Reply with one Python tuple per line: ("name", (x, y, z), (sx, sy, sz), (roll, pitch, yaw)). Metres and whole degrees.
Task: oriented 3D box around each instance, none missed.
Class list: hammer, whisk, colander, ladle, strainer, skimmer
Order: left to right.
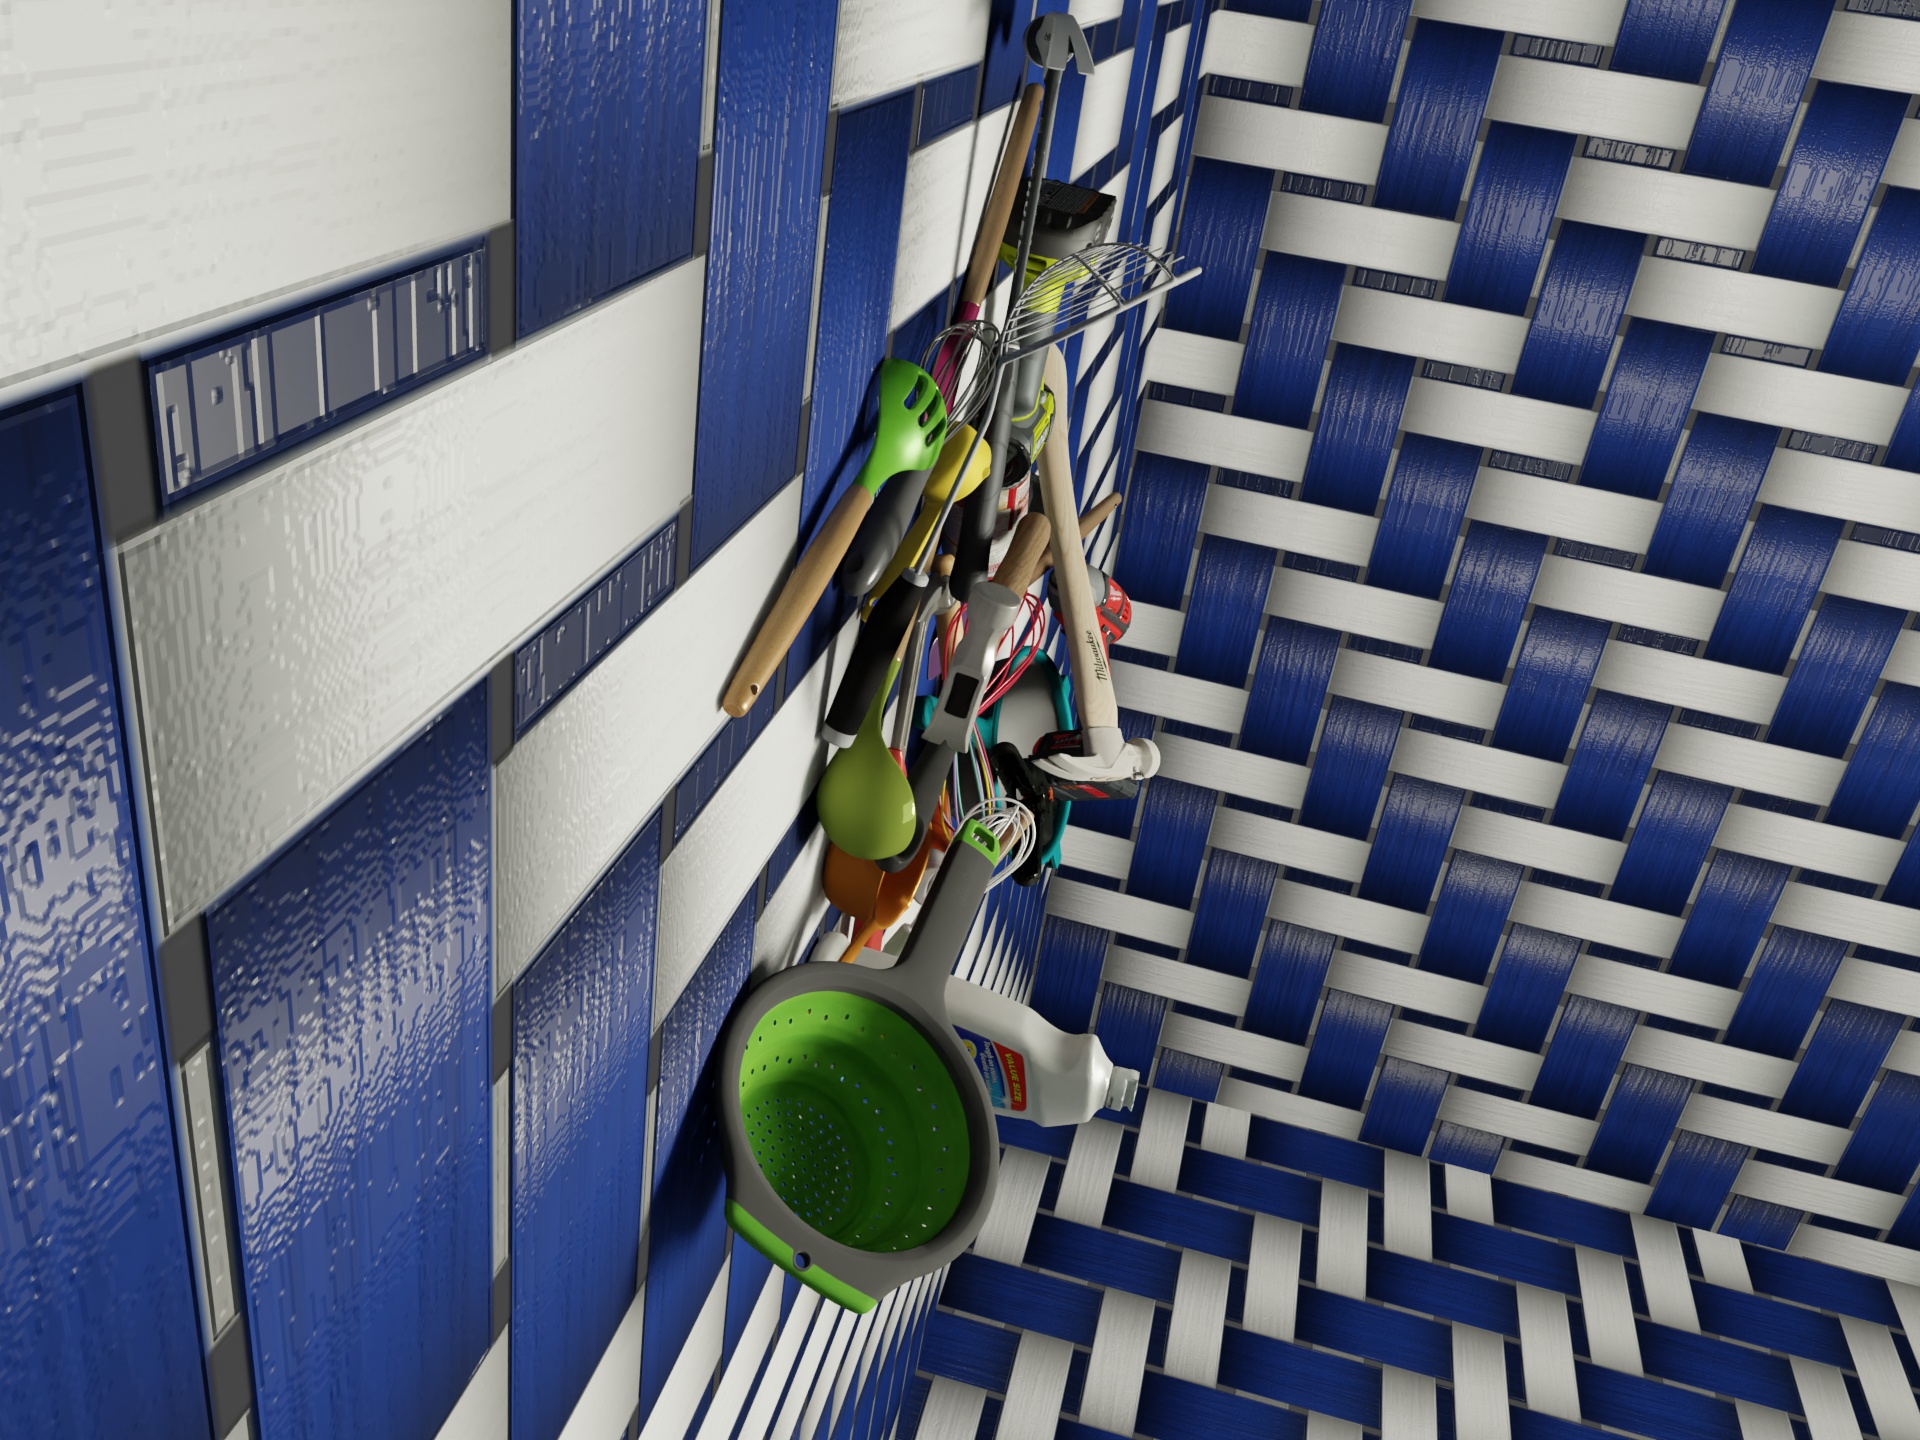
("colander", (-0.059, 0.215, 1.064), (0.094, 0.204, 0.397), (-43, -167, 39))
("hammer", (-0.057, 0.068, 1.231), (0.149, 0.037, 0.359), (-50, 152, -72))
("ladle", (-0.033, -0.059, 1.091), (0.062, 0.078, 0.320), (31, 65, -38))
("whisk", (-0.028, -0.175, 1.033), (0.055, 0.055, 0.239), (89, 21, -59))
("whisk", (-0.031, 0.159, 1.232), (0.246, 0.059, 0.058), (-50, -169, 4))
("whisk", (-0.004, -0.012, 1.287), (0.051, 0.047, 0.245), (-141, -136, -75))
("whisk", (-0.002, -0.004, 1.163), (0.073, 0.073, 0.296), (94, 16, -48))
("strainer", (0.005, 0.023, 1.462), (0.340, 0.095, 0.211), (24, 68, -63))
("skimmer", (0.024, -0.129, 0.978), (0.363, 0.090, 0.127), (-63, -179, 16))
("hammer", (0.028, -0.080, 1.102), (0.331, 0.031, 0.130), (-66, 177, -65))
("hammer", (0.037, -0.278, 1.120), (0.149, 0.036, 0.408), (-100, -162, -66))
("hammer", (0.091, -0.149, 1.424), (0.146, 0.038, 0.411), (3, 74, -48))

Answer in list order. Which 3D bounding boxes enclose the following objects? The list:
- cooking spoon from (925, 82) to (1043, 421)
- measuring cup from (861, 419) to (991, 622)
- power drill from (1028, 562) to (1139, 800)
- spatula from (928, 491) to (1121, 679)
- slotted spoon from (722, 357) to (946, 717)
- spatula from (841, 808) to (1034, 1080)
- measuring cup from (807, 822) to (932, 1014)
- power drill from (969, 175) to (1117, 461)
("cooking spoon", (0.014, -0.325, 1.161), (0.068, 0.017, 0.319), (69, 35, -76))
("measuring cup", (-0.033, -0.137, 1.074), (0.029, 0.062, 0.156), (45, 67, -45))
("power drill", (0.117, -0.040, 1.511), (0.143, 0.078, 0.220), (29, 60, -63))
("spatula", (0.064, -0.136, 1.469), (0.316, 0.018, 0.059), (-43, 152, -38))
("slotted spoon", (-0.065, -0.111, 0.900), (0.070, 0.031, 0.314), (58, 38, -32))
("spatula", (-0.033, 0.196, 1.328), (0.317, 0.044, 0.082), (-50, 178, 18))
("measuring cup", (-0.083, 0.132, 1.131), (0.174, 0.052, 0.095), (-56, 158, -30))
("power drill", (0.062, -0.322, 1.311), (0.171, 0.080, 0.223), (-63, 167, -58))
